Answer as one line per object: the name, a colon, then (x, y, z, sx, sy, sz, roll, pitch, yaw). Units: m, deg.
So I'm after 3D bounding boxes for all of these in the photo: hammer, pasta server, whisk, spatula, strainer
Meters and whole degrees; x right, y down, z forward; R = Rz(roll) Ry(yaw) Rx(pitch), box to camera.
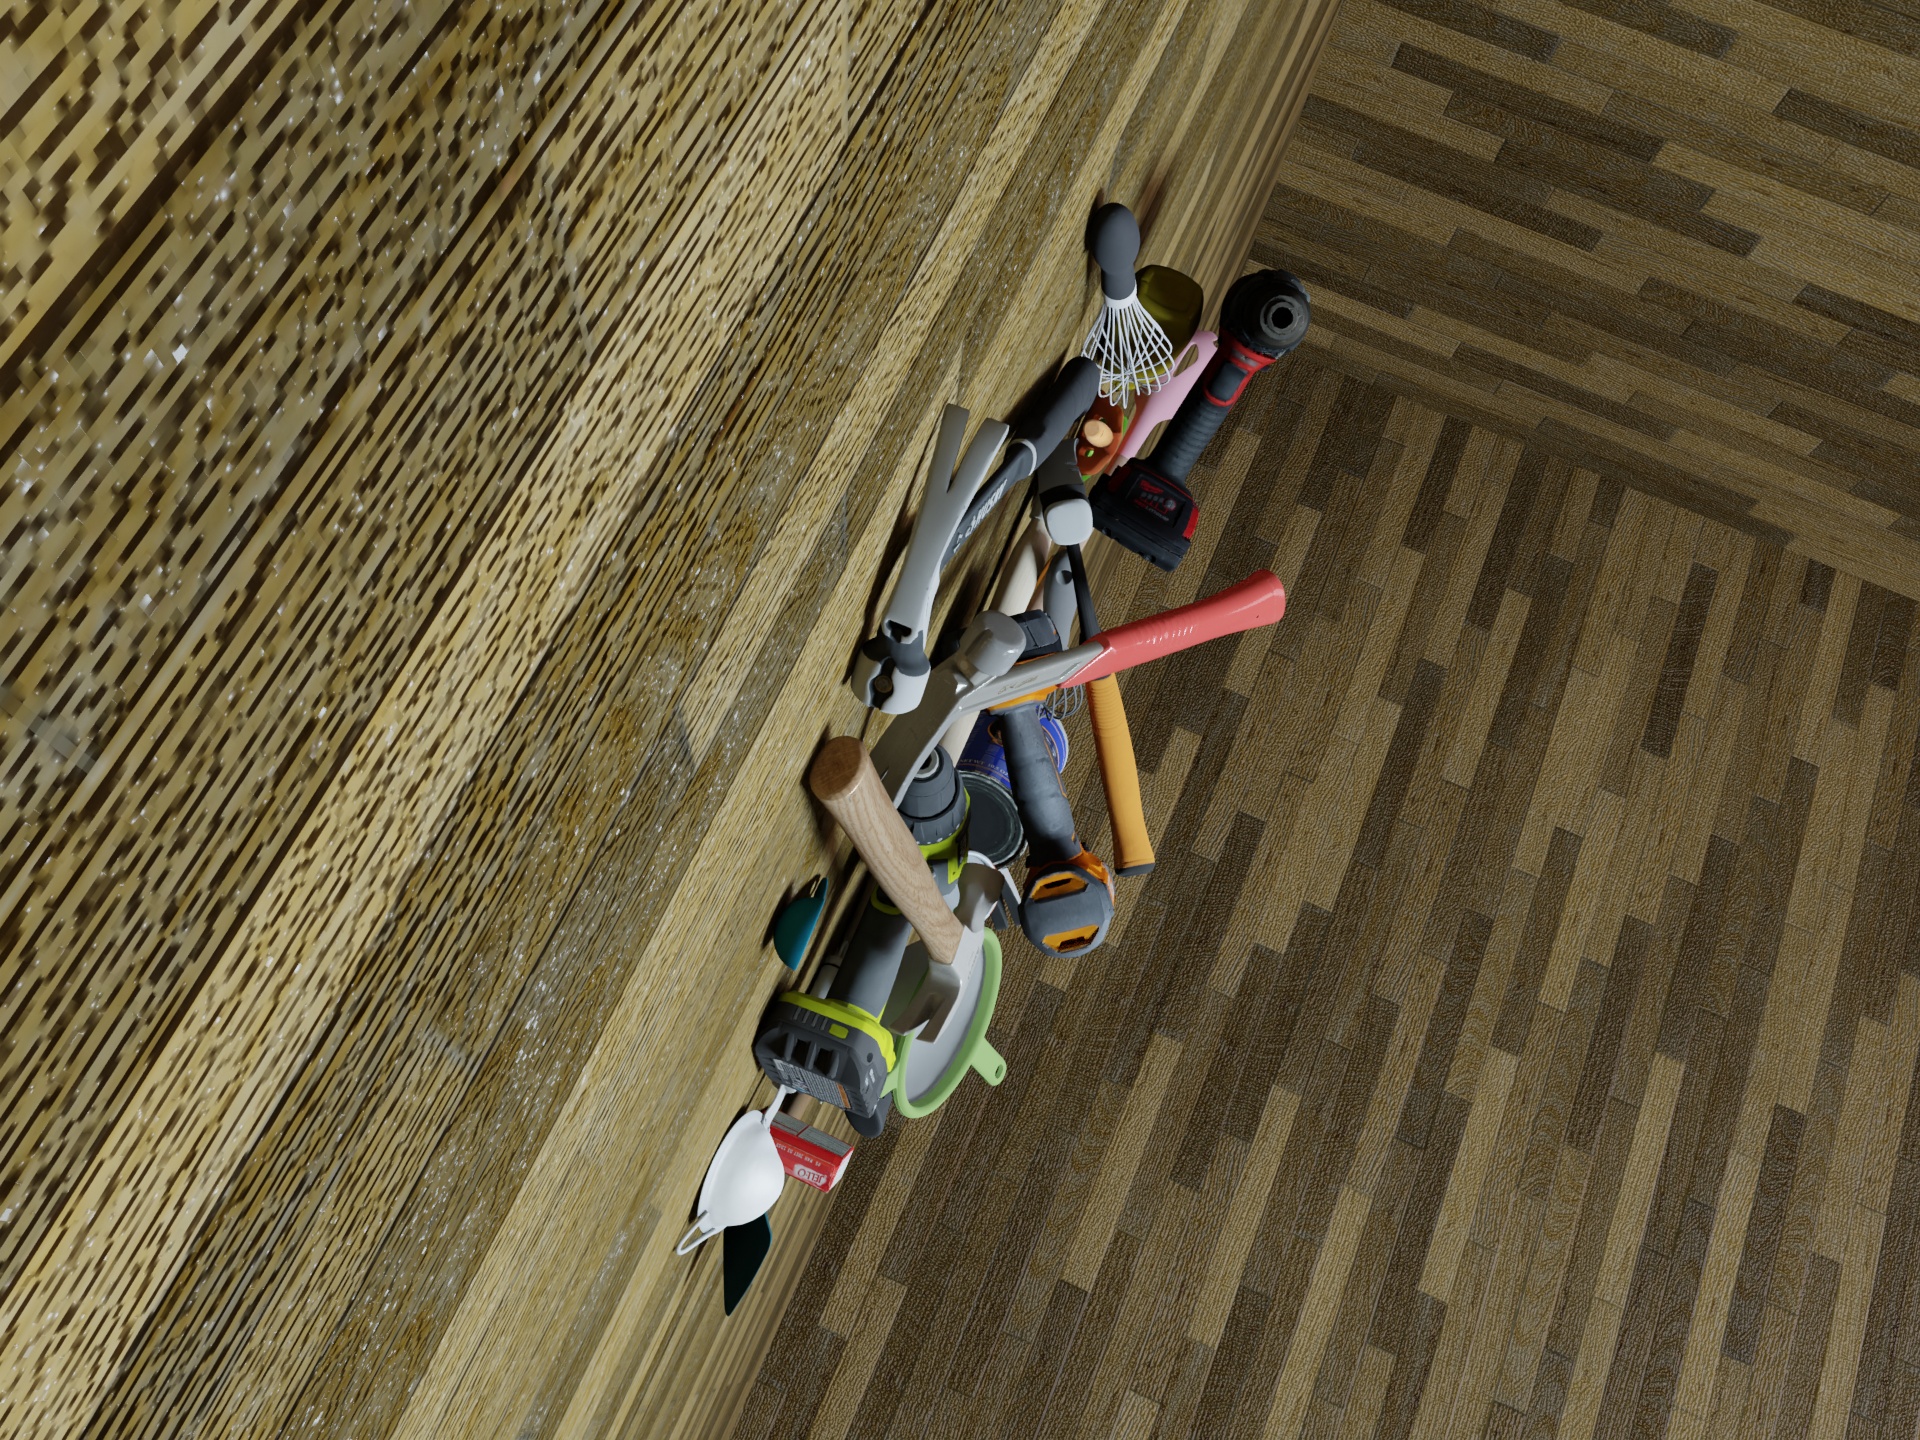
hammer: (-0.031, 0.095, 0.916, 0.331, 0.031, 0.130, 66, 39, -62)
pasta server: (0.124, -0.196, 1.339, 0.316, 0.060, 0.040, -60, 168, 4)
hammer: (0.098, -0.031, 1.127, 0.127, 0.034, 0.336, -92, 170, -58)
whisk: (0.079, -0.064, 1.280, 0.238, 0.055, 0.055, 92, 21, -61)
hammer: (-0.002, -0.004, 1.210, 0.146, 0.038, 0.410, 9, 104, -83)
hammer: (0.093, -0.038, 1.003, 0.359, 0.037, 0.149, -19, 154, -46)
spatula: (0.100, -0.221, 1.224, 0.322, 0.041, 0.081, -48, 161, -79)
spatula: (-0.137, 0.340, 1.283, 0.082, 0.044, 0.318, -61, 179, 24)
strainer: (-0.020, 0.238, 1.243, 0.151, 0.069, 0.256, -63, 156, -17)
hammer: (0.030, -0.150, 0.911, 0.409, 0.036, 0.149, -59, 169, -61)
hammer: (-0.026, 0.213, 1.340, 0.035, 0.146, 0.335, -19, -153, 30)
whisk: (0.105, -0.274, 1.055, 0.284, 0.070, 0.070, 42, 71, -79)
strainer: (-0.123, 0.257, 1.107, 0.086, 0.050, 0.259, 85, 21, -47)

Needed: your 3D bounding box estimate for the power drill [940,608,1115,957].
power drill: (0.055, 0.043, 1.108, 0.164, 0.084, 0.226, -10, 86, -84)

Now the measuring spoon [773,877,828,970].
measuring spoon: (-0.092, 0.108, 0.916, 0.129, 0.021, 0.042, -97, -150, -82)

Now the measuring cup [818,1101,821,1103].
measuring cup: (-0.107, 0.253, 1.250, 0.167, 0.038, 0.083, 111, 5, -46)

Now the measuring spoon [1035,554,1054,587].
measuring spoon: (0.058, -0.104, 1.404, 0.116, 0.011, 0.021, -56, -177, 42)

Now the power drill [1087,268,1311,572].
power drill: (0.182, -0.226, 1.166, 0.226, 0.080, 0.188, -58, -176, 15)

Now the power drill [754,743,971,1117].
power drill: (-0.054, 0.132, 1.057, 0.190, 0.080, 0.229, 90, 21, -66)

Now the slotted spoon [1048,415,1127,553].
slotted spoon: (0.077, -0.165, 1.373, 0.314, 0.031, 0.070, -61, 175, -37)
